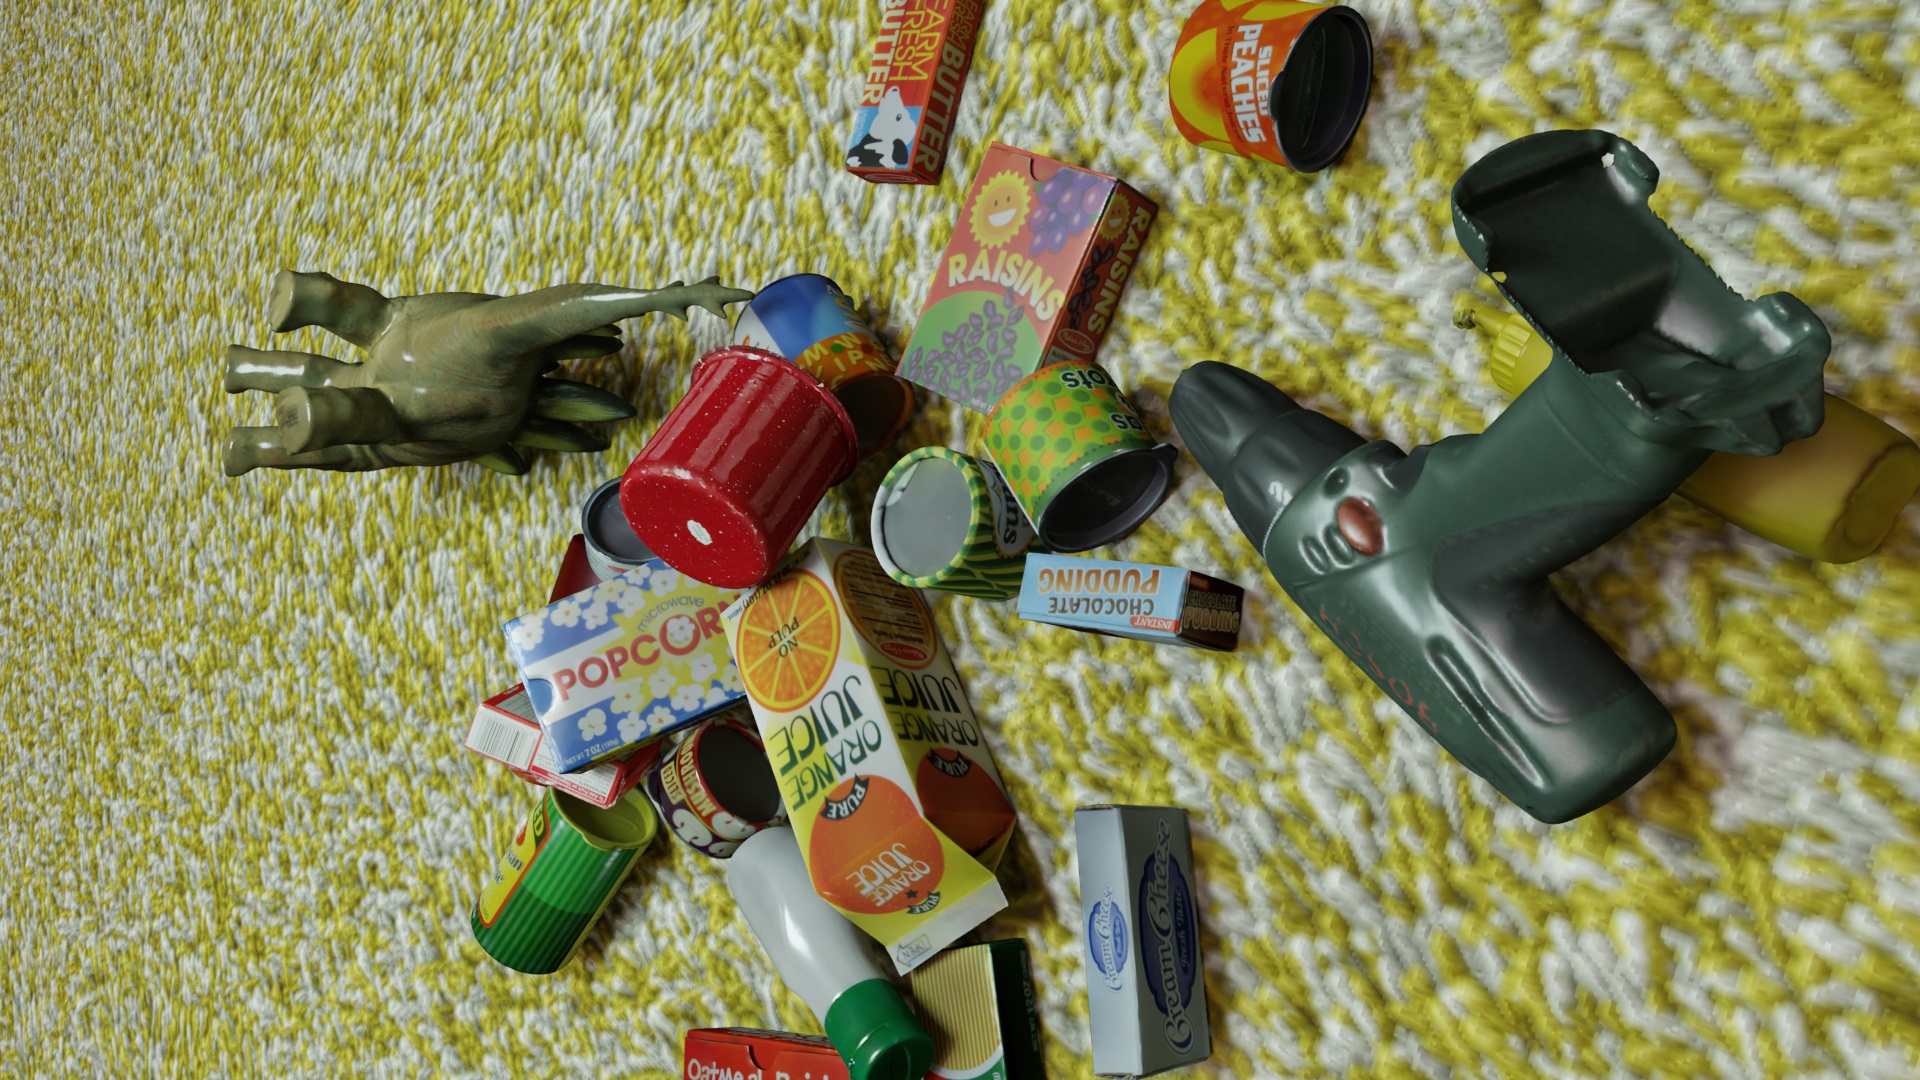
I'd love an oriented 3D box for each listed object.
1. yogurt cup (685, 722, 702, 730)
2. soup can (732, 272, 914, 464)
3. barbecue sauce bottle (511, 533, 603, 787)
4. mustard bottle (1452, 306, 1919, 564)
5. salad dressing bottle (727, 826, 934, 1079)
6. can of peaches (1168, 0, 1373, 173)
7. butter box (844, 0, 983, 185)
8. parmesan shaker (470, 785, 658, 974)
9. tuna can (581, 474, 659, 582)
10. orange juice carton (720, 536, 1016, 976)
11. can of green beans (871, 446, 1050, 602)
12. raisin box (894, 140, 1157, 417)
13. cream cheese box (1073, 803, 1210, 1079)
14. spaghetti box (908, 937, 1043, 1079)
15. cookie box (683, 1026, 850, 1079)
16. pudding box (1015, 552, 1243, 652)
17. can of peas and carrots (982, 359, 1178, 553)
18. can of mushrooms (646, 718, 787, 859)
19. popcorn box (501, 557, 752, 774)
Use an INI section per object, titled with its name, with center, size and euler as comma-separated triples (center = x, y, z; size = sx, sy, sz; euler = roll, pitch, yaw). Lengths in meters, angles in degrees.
[yogurt cup]
center = -0.172, 0.067, 0.782
size = 0.072, 0.054, 0.072
euler = -10, 74, 38
[soup can]
center = -0.069, -0.090, 0.724
size = 0.071, 0.071, 0.084
euler = -50, 55, 20
[barbecue sauce bottle]
center = -0.230, 0.074, 0.834
size = 0.065, 0.044, 0.148
euler = 26, 98, 35
[mustard bottle]
center = 0.232, -0.049, 0.470
size = 0.161, 0.065, 0.048
euler = 41, 112, 41
[salad dressing bottle]
center = -0.063, 0.195, 0.651
size = 0.148, 0.044, 0.064
euler = 42, 140, 49
[can of peaches]
center = 0.127, -0.192, 0.579
size = 0.058, 0.071, 0.071
euler = 29, 100, 40
[butter box]
center = -0.025, -0.244, 0.746
size = 0.053, 0.024, 0.103
euler = 15, 91, 41
[parmesan shaker]
center = -0.227, 0.189, 0.790
size = 0.071, 0.071, 0.102
euler = 47, 110, 35
[tuna can]
center = -0.180, -0.006, 0.795
size = 0.071, 0.071, 0.032
euler = 60, 156, 30
[orange juice carton]
center = -0.038, 0.098, 0.653
size = 0.071, 0.073, 0.193
euler = -39, 59, 25
[can of green beans]
center = 0.001, -0.007, 0.653
size = 0.071, 0.058, 0.071
euler = -9, 75, 38
[raisin box]
center = 0.029, -0.120, 0.665
size = 0.086, 0.040, 0.123
euler = 29, 99, 40
[cream cheese box]
center = 0.074, 0.159, 0.561
size = 0.024, 0.053, 0.104
euler = -15, 72, 39
[spaghetti box]
center = 0.019, 0.301, 0.592
size = 0.050, 0.029, 0.250
euler = -22, 68, 36
[cookie box]
center = -0.081, 0.324, 0.662
size = 0.122, 0.040, 0.167
euler = -10, 74, 38
[pudding box]
center = 0.071, 0.026, 0.593
size = 0.083, 0.049, 0.030
euler = 5, 83, 40
[can of peas and carrots]
center = 0.053, -0.039, 0.612
size = 0.070, 0.071, 0.059
euler = -45, 56, 24
[can of mushrooms]
center = -0.124, 0.127, 0.719
size = 0.033, 0.071, 0.071
euler = -37, 60, 26
[popcorn box]
center = -0.160, 0.059, 0.725
size = 0.127, 0.038, 0.085
euler = -23, 81, -5
